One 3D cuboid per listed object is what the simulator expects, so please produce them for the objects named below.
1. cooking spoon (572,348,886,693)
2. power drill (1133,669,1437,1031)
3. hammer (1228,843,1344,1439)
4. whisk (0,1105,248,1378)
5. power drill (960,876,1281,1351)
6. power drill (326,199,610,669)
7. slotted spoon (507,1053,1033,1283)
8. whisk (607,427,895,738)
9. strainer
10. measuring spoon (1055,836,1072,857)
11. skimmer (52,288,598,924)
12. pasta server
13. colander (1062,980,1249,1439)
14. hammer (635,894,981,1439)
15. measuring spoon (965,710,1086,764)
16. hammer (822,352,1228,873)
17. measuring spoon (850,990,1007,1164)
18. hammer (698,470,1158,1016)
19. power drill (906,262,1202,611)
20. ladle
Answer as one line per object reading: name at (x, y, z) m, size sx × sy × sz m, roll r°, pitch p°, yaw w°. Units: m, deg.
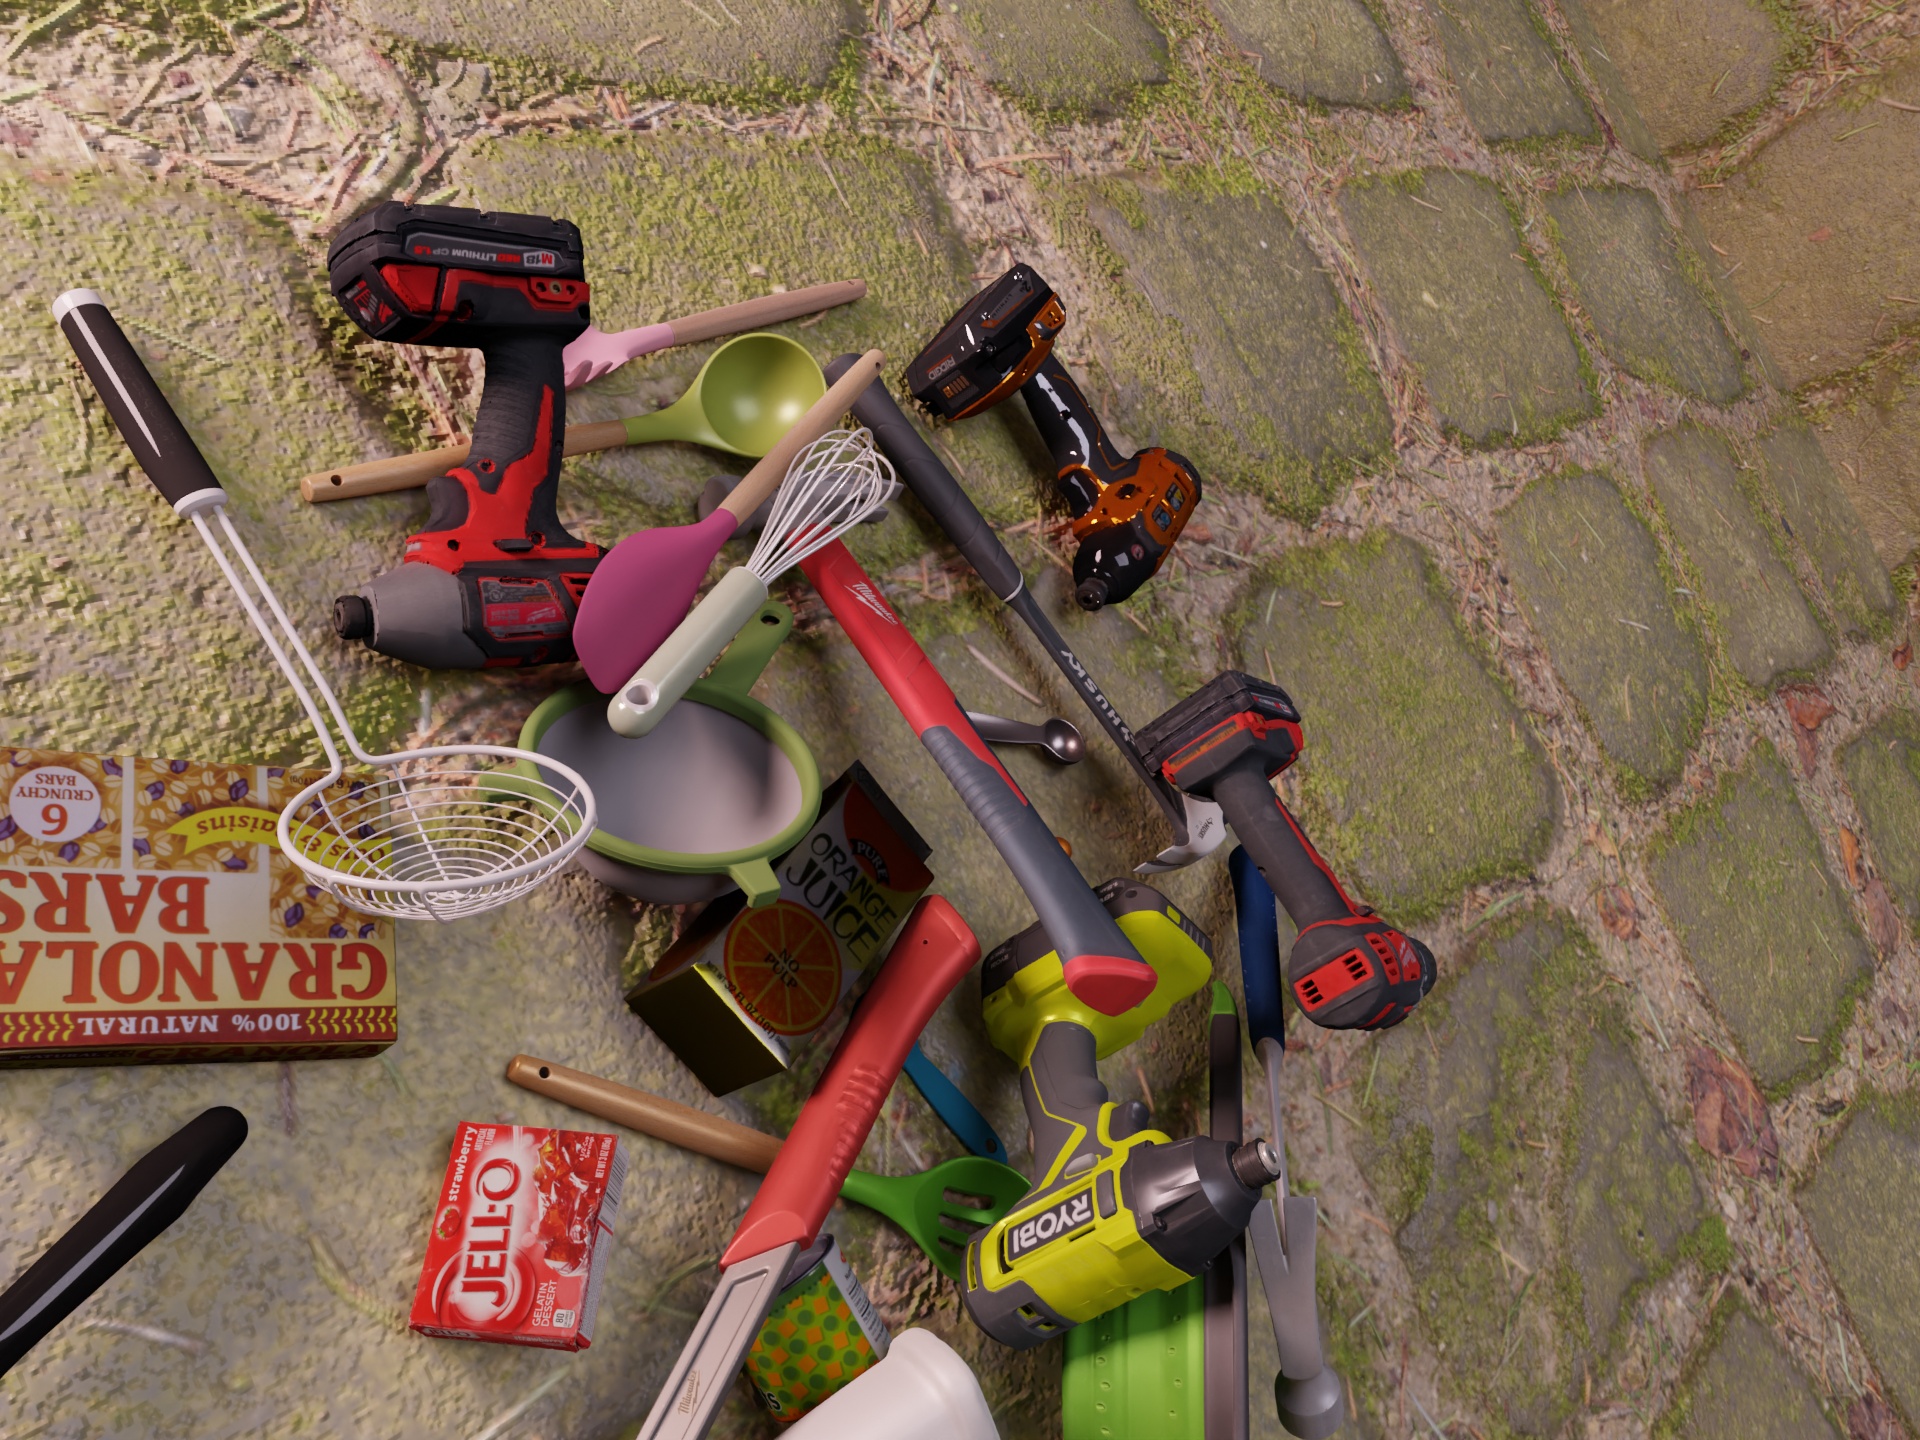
cooking spoon at (-0.117, -0.126, 0.882) m, size 0.319 × 0.017 × 0.068 m, roll -57°, pitch 138°, yaw -41°
power drill at (0.218, 0.088, 0.998) m, size 0.187 × 0.080 × 0.227 m, roll 12°, pitch 46°, yaw -60°
hammer at (0.184, 0.200, 0.940) m, size 0.406 × 0.035 × 0.144 m, roll -79°, pitch 159°, yaw -58°
whisk at (-0.358, 0.238, 0.543) m, size 0.073 × 0.073 × 0.296 m, roll 50°, pitch 40°, yaw -9°
power drill at (0.080, 0.196, 0.834) m, size 0.080 × 0.171 × 0.223 m, roll 43°, pitch 26°, yaw -27°
power drill at (-0.245, -0.134, 0.788) m, size 0.143 × 0.078 × 0.219 m, roll -7°, pitch 92°, yaw -37°
slotted spoon at (-0.084, 0.224, 0.810) m, size 0.313 × 0.031 × 0.070 m, roll 27°, pitch 52°, yaw -26°
whisk at (-0.109, -0.077, 0.846) m, size 0.058 × 0.059 × 0.246 m, roll 29°, pitch 54°, yaw 10°
strainer at (-0.140, 0.018, 0.849) m, size 0.151 × 0.069 × 0.256 m, roll 20°, pitch 32°, yaw 1°
measuring spoon at (0.030, 0.051, 1.006) m, size 0.116 × 0.011 × 0.021 m, roll 43°, pitch 47°, yaw -16°
skimmer at (-0.294, -0.064, 0.693) m, size 0.127 × 0.090 × 0.363 m, roll -25°, pitch 76°, yaw -47°
pasta server at (-0.159, -0.248, 0.979) m, size 0.060 × 0.040 × 0.316 m, roll 44°, pitch 41°, yaw 15°
colander at (0.114, 0.294, 0.899) m, size 0.397 × 0.094 × 0.204 m, roll -77°, pitch 164°, yaw -55°
hammer at (-0.083, 0.218, 0.747) m, size 0.359 × 0.149 × 0.036 m, roll -60°, pitch 148°, yaw -44°
measuring spoon at (0.027, 0.010, 1.027) m, size 0.124 × 0.018 × 0.034 m, roll 9°, pitch 52°, yaw -30°
hammer at (0.042, -0.072, 1.048) m, size 0.409 × 0.036 × 0.149 m, roll 53°, pitch 28°, yaw -2°
measuring spoon at (-0.011, 0.200, 0.886) m, size 0.128 × 0.021 × 0.042 m, roll 50°, pitch 46°, yaw -7°
hammer at (-0.001, -0.003, 0.896) m, size 0.143 × 0.038 × 0.387 m, roll -8°, pitch 53°, yaw -43°
power drill at (0.069, -0.190, 1.119) m, size 0.226 × 0.084 × 0.164 m, roll 48°, pitch 46°, yaw -16°
ladle at (-0.206, -0.161, 0.883) m, size 0.320 × 0.062 × 0.078 m, roll -22°, pitch 87°, yaw -42°
